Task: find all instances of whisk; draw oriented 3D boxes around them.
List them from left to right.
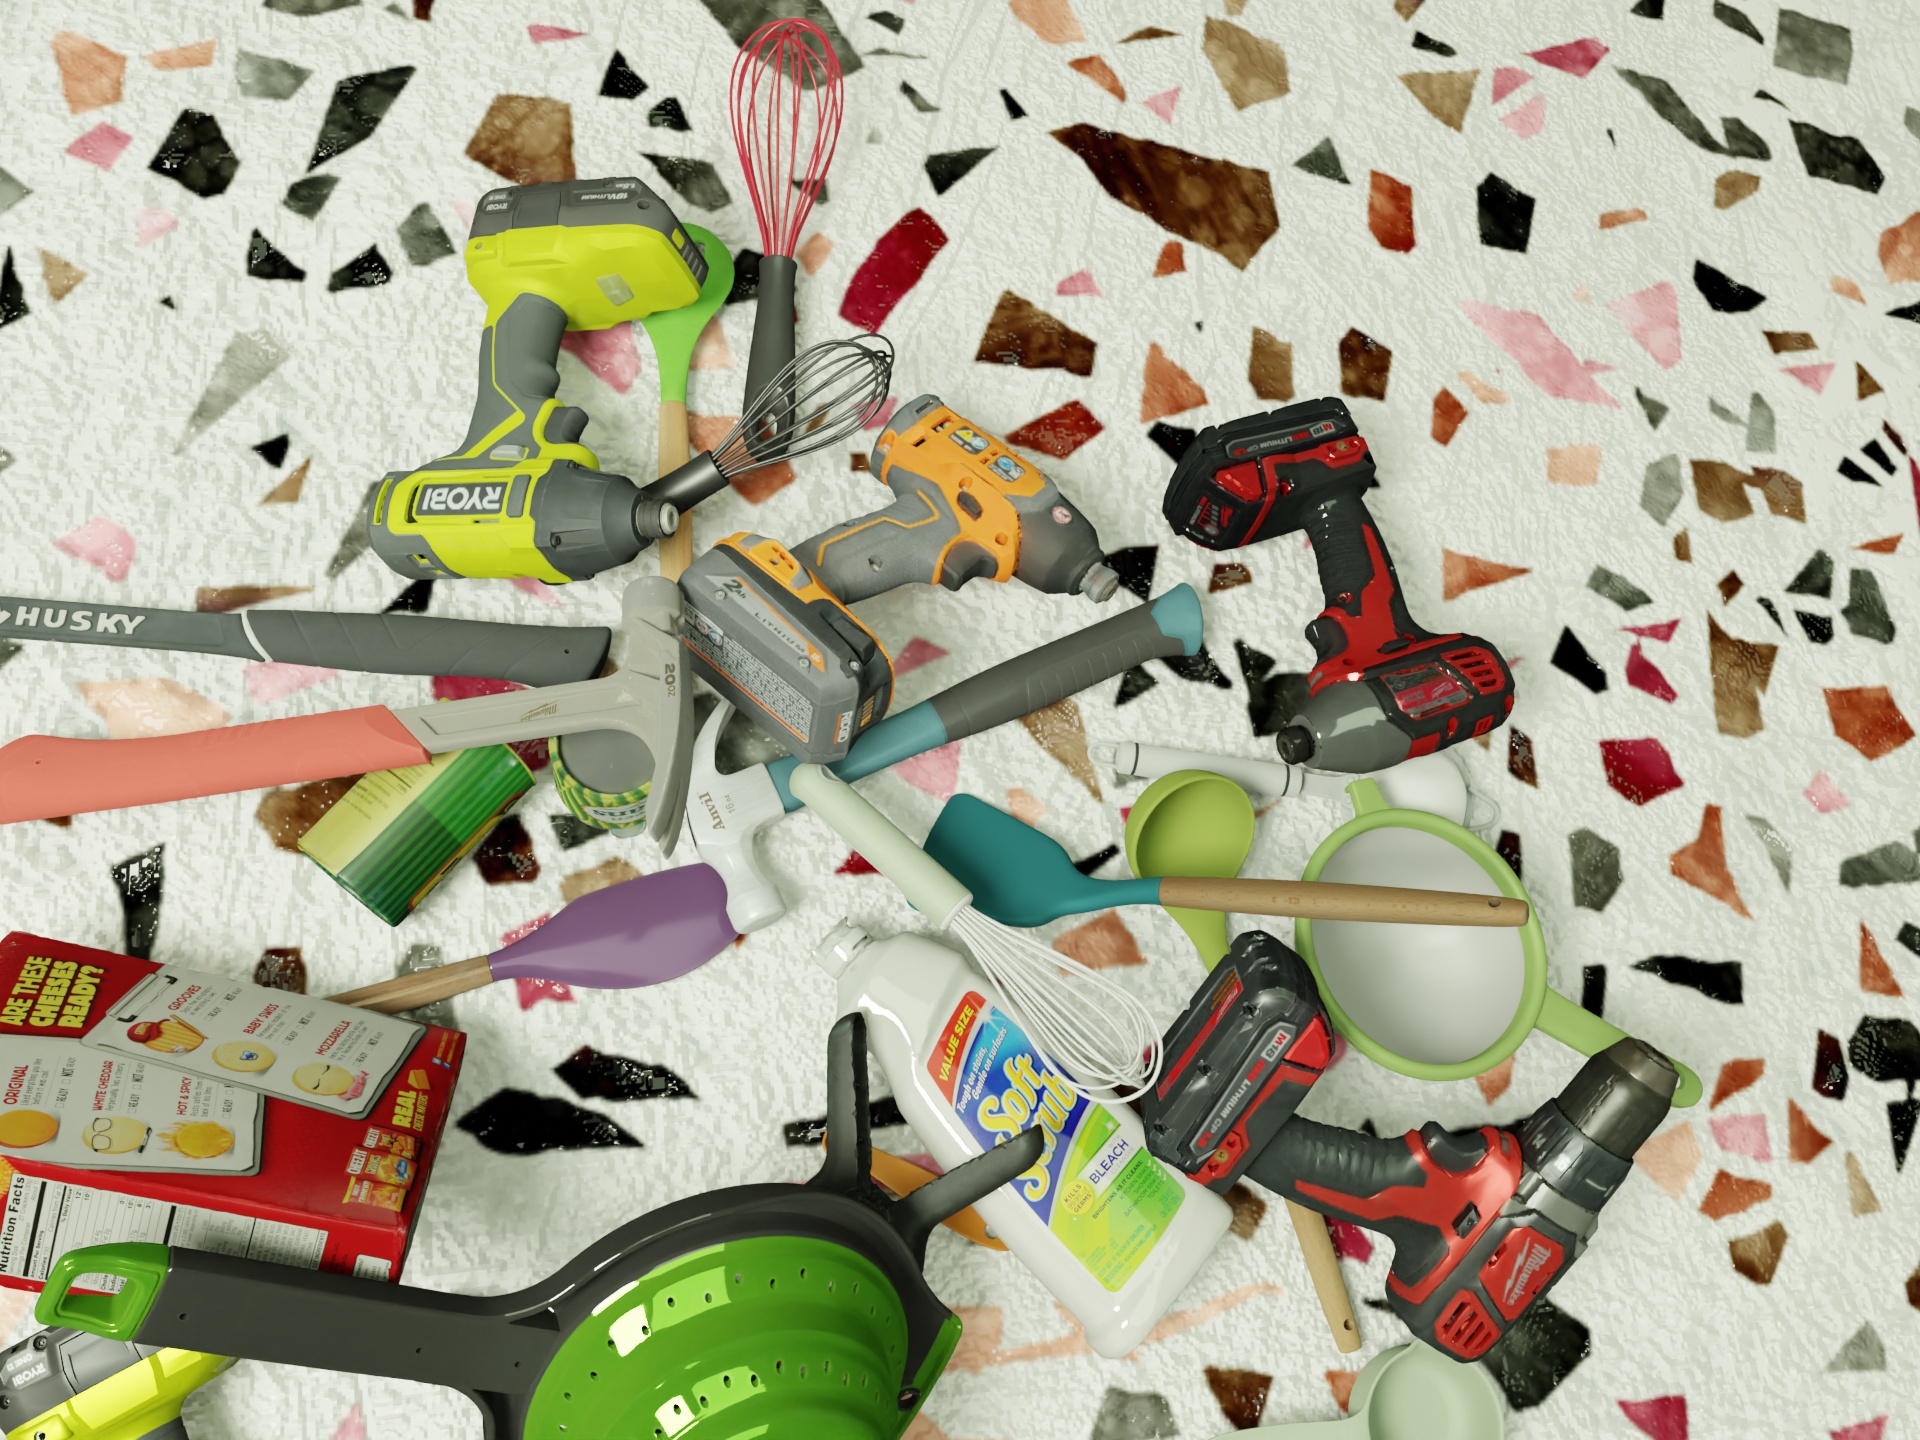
[{"bbox_3d":[-0.138,-0.143,0.887,0.239,0.055,0.055,-31,79,5],"label":"whisk"},{"bbox_3d":[-0.111,-0.297,0.975,0.073,0.073,0.296,4,78,-10],"label":"whisk"},{"bbox_3d":[0.003,0.104,0.818,0.246,0.058,0.059,40,103,13],"label":"whisk"}]

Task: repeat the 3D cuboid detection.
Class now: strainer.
[{"bbox_3d":[0.201,0.038,0.929,0.258,0.050,0.087,8,85,-4],"label":"strainer"},{"bbox_3d":[0.289,0.155,0.891,0.256,0.069,0.151,29,63,-5],"label":"strainer"}]

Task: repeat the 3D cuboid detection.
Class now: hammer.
[{"bbox_3d":[-0.395,-0.051,0.847,0.409,0.036,0.149,4,70,-10],"label":"hammer"},{"bbox_3d":[-0.308,0.020,0.779,0.359,0.036,0.149,-8,57,5],"label":"hammer"},{"bbox_3d":[-0.001,-0.003,0.904,0.331,0.033,0.128,-23,75,-18],"label":"hammer"}]

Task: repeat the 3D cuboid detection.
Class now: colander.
[{"bbox_3d":[-0.158,0.282,0.642,0.396,0.095,0.204,24,102,-32],"label":"colander"}]

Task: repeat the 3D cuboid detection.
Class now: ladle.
[{"bbox_3d":[0.163,0.181,0.864,0.078,0.062,0.320,-13,77,-18],"label":"ladle"}]

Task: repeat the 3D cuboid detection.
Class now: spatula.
[{"bbox_3d":[-0.266,0.137,0.816,0.316,0.018,0.060,-14,70,-16],"label":"spatula"},{"bbox_3d":[0.126,0.084,0.821,0.317,0.044,0.082,0,47,29],"label":"spatula"}]

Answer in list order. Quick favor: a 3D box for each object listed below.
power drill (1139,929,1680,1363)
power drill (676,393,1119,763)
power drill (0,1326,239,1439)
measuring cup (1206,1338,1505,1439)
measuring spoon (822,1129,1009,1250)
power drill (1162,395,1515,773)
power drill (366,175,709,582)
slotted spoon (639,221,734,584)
[{"bbox_3d":[0.223,0.196,0.792,0.226,0.080,0.188,32,103,-5],"label":"power drill"},{"bbox_3d":[-0.027,-0.077,0.874,0.164,0.084,0.226,38,55,16],"label":"power drill"},{"bbox_3d":[-0.305,0.349,0.701,0.190,0.080,0.228,-27,80,-10],"label":"power drill"},{"bbox_3d":[0.194,0.366,0.817,0.167,0.038,0.083,-4,72,-10],"label":"measuring cup"},{"bbox_3d":[-0.022,0.246,0.832,0.117,0.011,0.021,31,59,-3],"label":"measuring spoon"},{"bbox_3d":[0.212,-0.072,0.929,0.143,0.078,0.220,-18,68,-18],"label":"power drill"},{"bbox_3d":[-0.220,-0.183,0.879,0.171,0.080,0.223,1,69,18],"label":"power drill"},{"bbox_3d":[-0.166,-0.161,0.932,0.070,0.031,0.314,-3,74,-3],"label":"slotted spoon"}]
